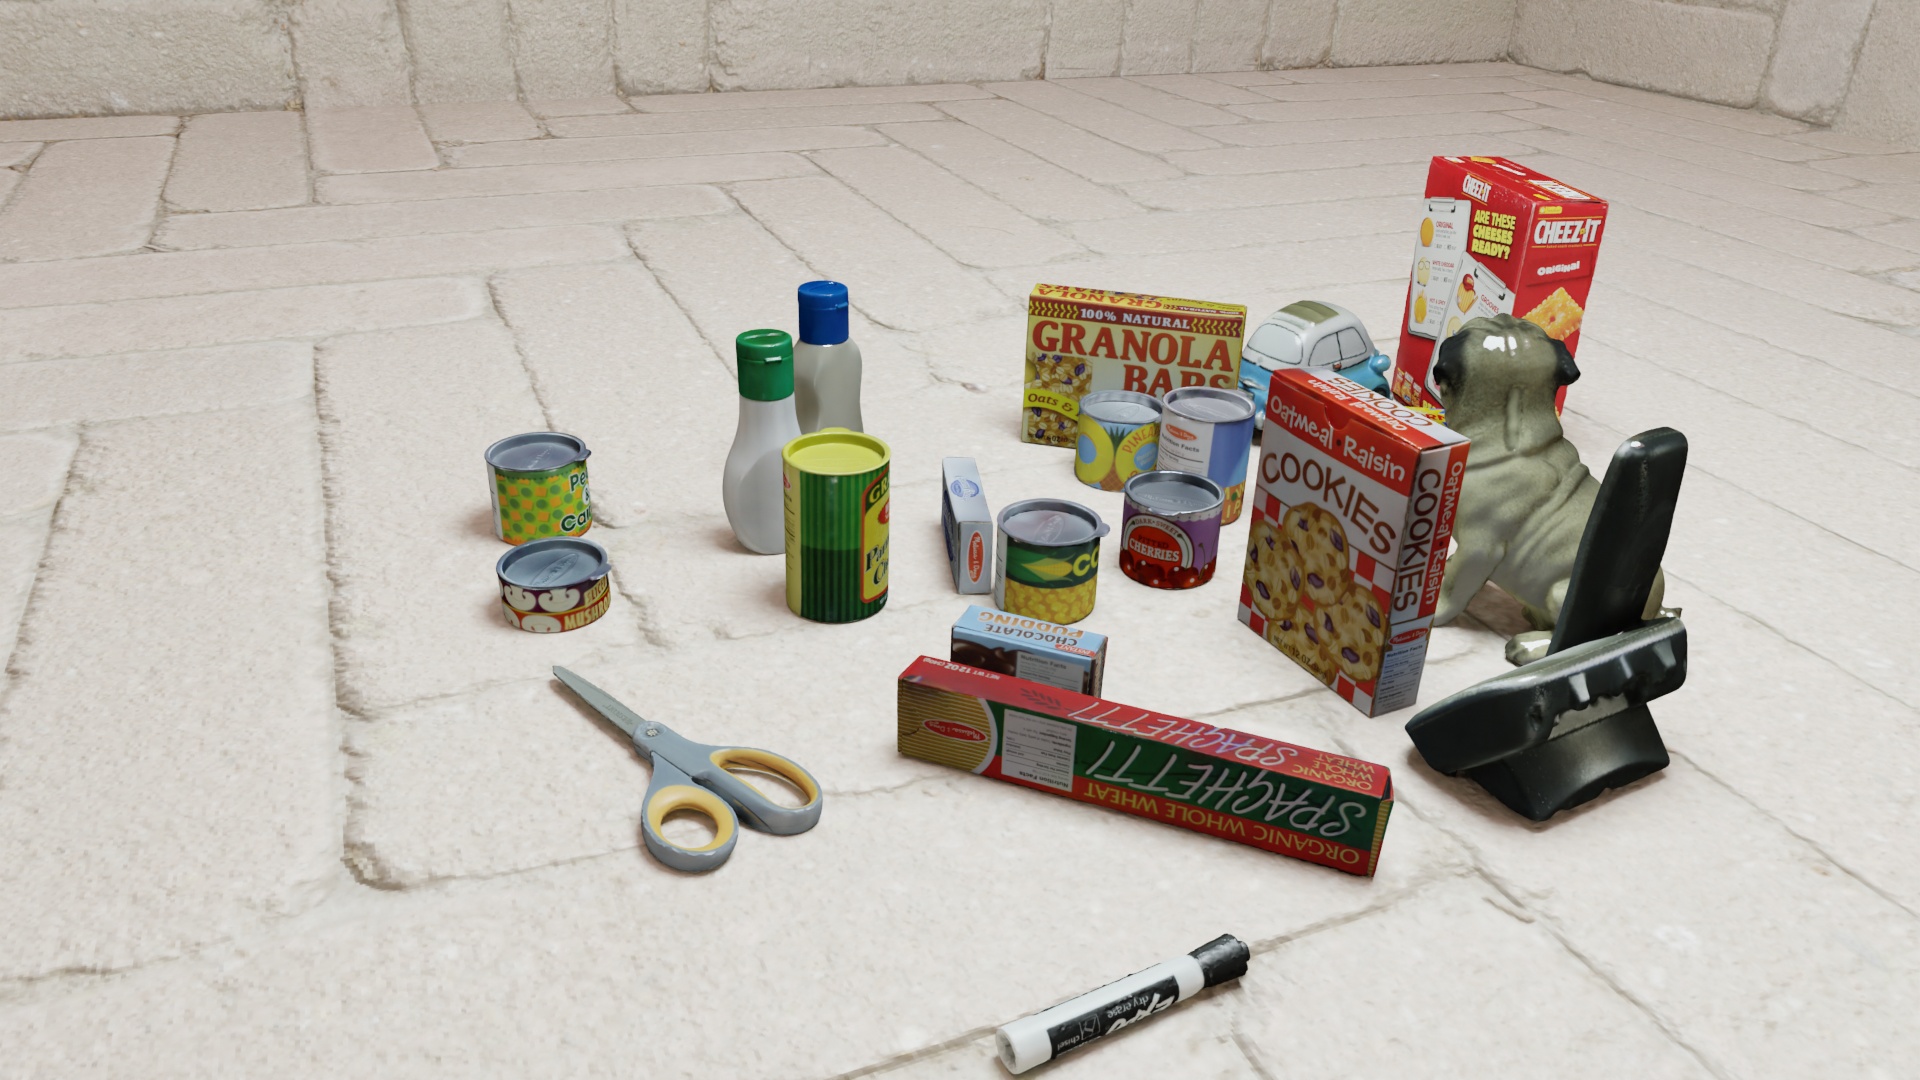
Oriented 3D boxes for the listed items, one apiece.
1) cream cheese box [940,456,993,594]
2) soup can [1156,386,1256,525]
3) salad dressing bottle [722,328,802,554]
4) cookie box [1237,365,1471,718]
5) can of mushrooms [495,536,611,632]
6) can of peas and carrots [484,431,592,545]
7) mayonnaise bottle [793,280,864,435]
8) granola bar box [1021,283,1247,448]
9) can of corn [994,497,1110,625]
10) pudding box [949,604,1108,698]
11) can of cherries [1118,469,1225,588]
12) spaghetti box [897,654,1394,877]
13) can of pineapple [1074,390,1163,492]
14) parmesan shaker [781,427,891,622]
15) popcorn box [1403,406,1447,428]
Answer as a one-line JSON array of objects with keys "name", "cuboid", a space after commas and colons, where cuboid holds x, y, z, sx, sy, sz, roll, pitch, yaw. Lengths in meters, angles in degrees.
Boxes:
[{"name": "cream cheese box", "cuboid": [0.003, -0.012, 0.927, 0.024, 0.053, 0.104, -1, 27, -6]}, {"name": "soup can", "cuboid": [0.177, -0.061, 1.002, 0.071, 0.083, 0.071, 2, 27, -1]}, {"name": "salad dressing bottle", "cuboid": [-0.127, -0.065, 0.919, 0.064, 0.147, 0.044, -10, 29, -23]}, {"name": "cookie box", "cuboid": [0.220, -0.002, 0.799, 0.040, 0.166, 0.123, -12, 30, -25]}, {"name": "can of mushrooms", "cuboid": [-0.248, 0.027, 0.856, 0.071, 0.033, 0.071, 2, 27, -1]}, {"name": "can of peas and carrots", "cuboid": [-0.284, -0.035, 0.948, 0.071, 0.058, 0.071, 2, 27, -1]}, {"name": "mayonnaise bottle", "cuboid": [-0.100, -0.114, 1.016, 0.041, 0.147, 0.065, 20, 32, 32]}, {"name": "granola bar box", "cuboid": [0.133, -0.130, 1.088, 0.165, 0.123, 0.039, 8, 28, 12]}, {"name": "can of corn", "cuboid": [0.057, 0.014, 0.876, 0.071, 0.058, 0.071, 2, 27, -1]}, {"name": "pudding box", "cuboid": [0.037, 0.070, 0.774, 0.084, 0.049, 0.030, 11, 28, 18]}, {"name": "can of cherries", "cuboid": [0.138, -0.007, 0.921, 0.071, 0.058, 0.072, 2, 27, -1]}, {"name": "spaghetti box", "cuboid": [0.087, 0.111, 0.698, 0.250, 0.050, 0.029, 12, 29, 18]}, {"name": "can of pineapple", "cuboid": [0.122, -0.075, 1.053, 0.071, 0.057, 0.071, 2, 27, -1]}, {"name": "parmesan shaker", "cuboid": [-0.076, -0.010, 0.864, 0.071, 0.102, 0.071, 2, 27, -1]}, {"name": "popcorn box", "cuboid": [0.284, -0.053, 0.992, 0.127, 0.084, 0.038, 5, 27, 6]}]
